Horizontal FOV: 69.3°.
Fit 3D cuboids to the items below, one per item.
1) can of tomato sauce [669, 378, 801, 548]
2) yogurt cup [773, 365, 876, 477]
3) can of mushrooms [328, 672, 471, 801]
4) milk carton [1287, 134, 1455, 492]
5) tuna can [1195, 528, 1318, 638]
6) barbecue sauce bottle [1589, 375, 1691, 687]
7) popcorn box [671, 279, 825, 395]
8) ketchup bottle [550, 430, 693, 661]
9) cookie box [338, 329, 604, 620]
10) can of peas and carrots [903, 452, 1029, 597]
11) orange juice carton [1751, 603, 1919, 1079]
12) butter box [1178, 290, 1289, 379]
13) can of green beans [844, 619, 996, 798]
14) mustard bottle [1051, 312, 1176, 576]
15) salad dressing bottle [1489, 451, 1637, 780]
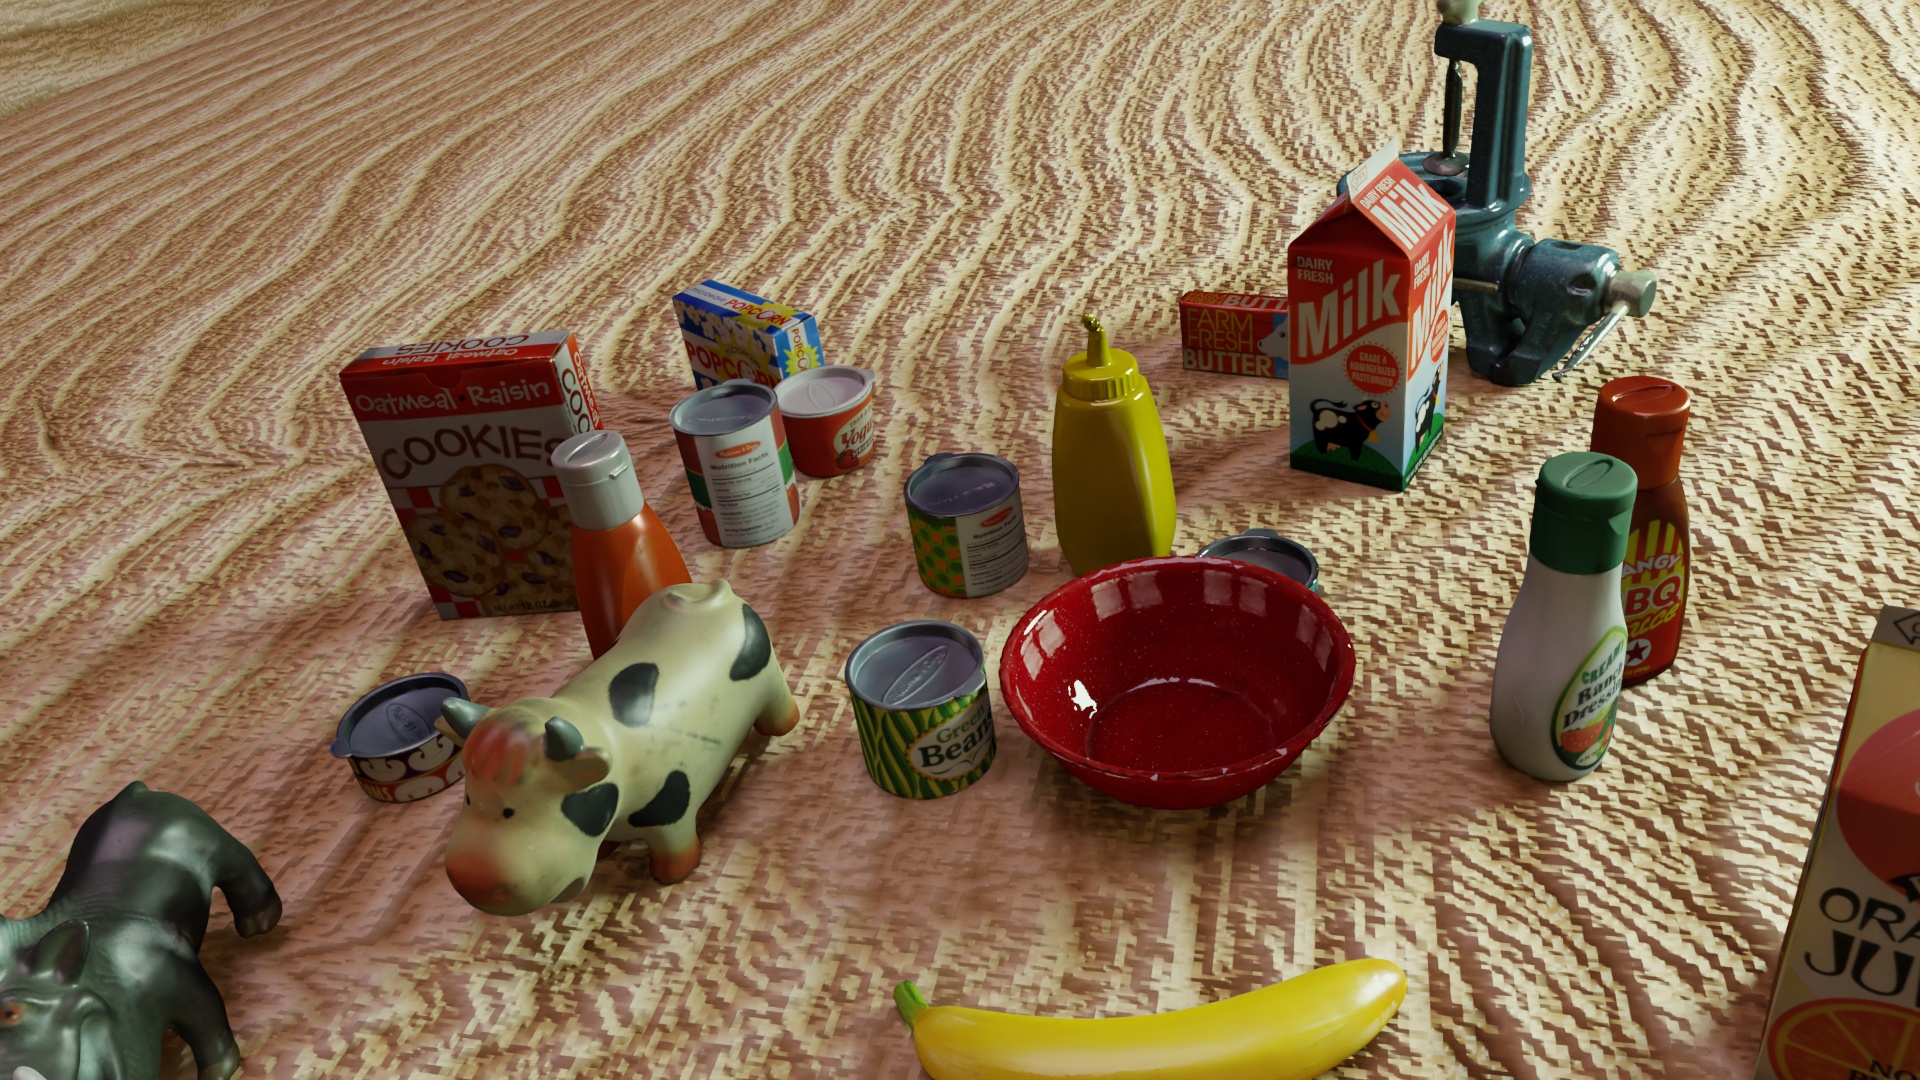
[{"bbox_3d":[-0.138,-0.048,0.865,0.071,0.082,0.071,-6,33,4],"label":"can of tomato sauce"},{"bbox_3d":[-0.089,-0.078,0.925,0.072,0.053,0.073,-6,33,4],"label":"yogurt cup"},{"bbox_3d":[-0.285,0.102,0.718,0.071,0.033,0.071,-6,33,4],"label":"can of mushrooms"},{"bbox_3d":[0.237,-0.131,0.803,0.073,0.189,0.073,15,40,33],"label":"milk carton"},{"bbox_3d":[0.154,0.026,0.729,0.071,0.032,0.071,-6,33,4],"label":"tuna can"},{"bbox_3d":[0.301,-0.002,0.631,0.065,0.147,0.044,-12,33,-4],"label":"barbecue sauce bottle"},{"bbox_3d":[-0.148,-0.130,0.988,0.038,0.084,0.127,-33,40,-32],"label":"popcorn box"},{"bbox_3d":[-0.171,0.016,0.717,0.043,0.148,0.065,12,39,29],"label":"ketchup bottle"},{"bbox_3d":[-0.262,-0.034,0.797,0.123,0.166,0.040,-4,33,7],"label":"cookie box"},{"bbox_3d":[0.003,-0.010,0.796,0.071,0.058,0.071,-6,33,4],"label":"can of peas and carrots"},{"bbox_3d":[0.305,0.104,0.430,0.072,0.191,0.073,14,40,32],"label":"orange juice carton"},{"bbox_3d":[0.202,-0.140,0.951,0.103,0.052,0.024,10,38,26],"label":"butter box"},{"bbox_3d":[-0.018,0.081,0.665,0.071,0.057,0.071,-6,33,4],"label":"can of green beans"},{"bbox_3d":[0.080,-0.051,0.748,0.065,0.159,0.049,7,36,23],"label":"mustard bottle"},{"bbox_3d":[0.257,0.034,0.588,0.064,0.147,0.044,-27,37,-25],"label":"salad dressing bottle"}]
